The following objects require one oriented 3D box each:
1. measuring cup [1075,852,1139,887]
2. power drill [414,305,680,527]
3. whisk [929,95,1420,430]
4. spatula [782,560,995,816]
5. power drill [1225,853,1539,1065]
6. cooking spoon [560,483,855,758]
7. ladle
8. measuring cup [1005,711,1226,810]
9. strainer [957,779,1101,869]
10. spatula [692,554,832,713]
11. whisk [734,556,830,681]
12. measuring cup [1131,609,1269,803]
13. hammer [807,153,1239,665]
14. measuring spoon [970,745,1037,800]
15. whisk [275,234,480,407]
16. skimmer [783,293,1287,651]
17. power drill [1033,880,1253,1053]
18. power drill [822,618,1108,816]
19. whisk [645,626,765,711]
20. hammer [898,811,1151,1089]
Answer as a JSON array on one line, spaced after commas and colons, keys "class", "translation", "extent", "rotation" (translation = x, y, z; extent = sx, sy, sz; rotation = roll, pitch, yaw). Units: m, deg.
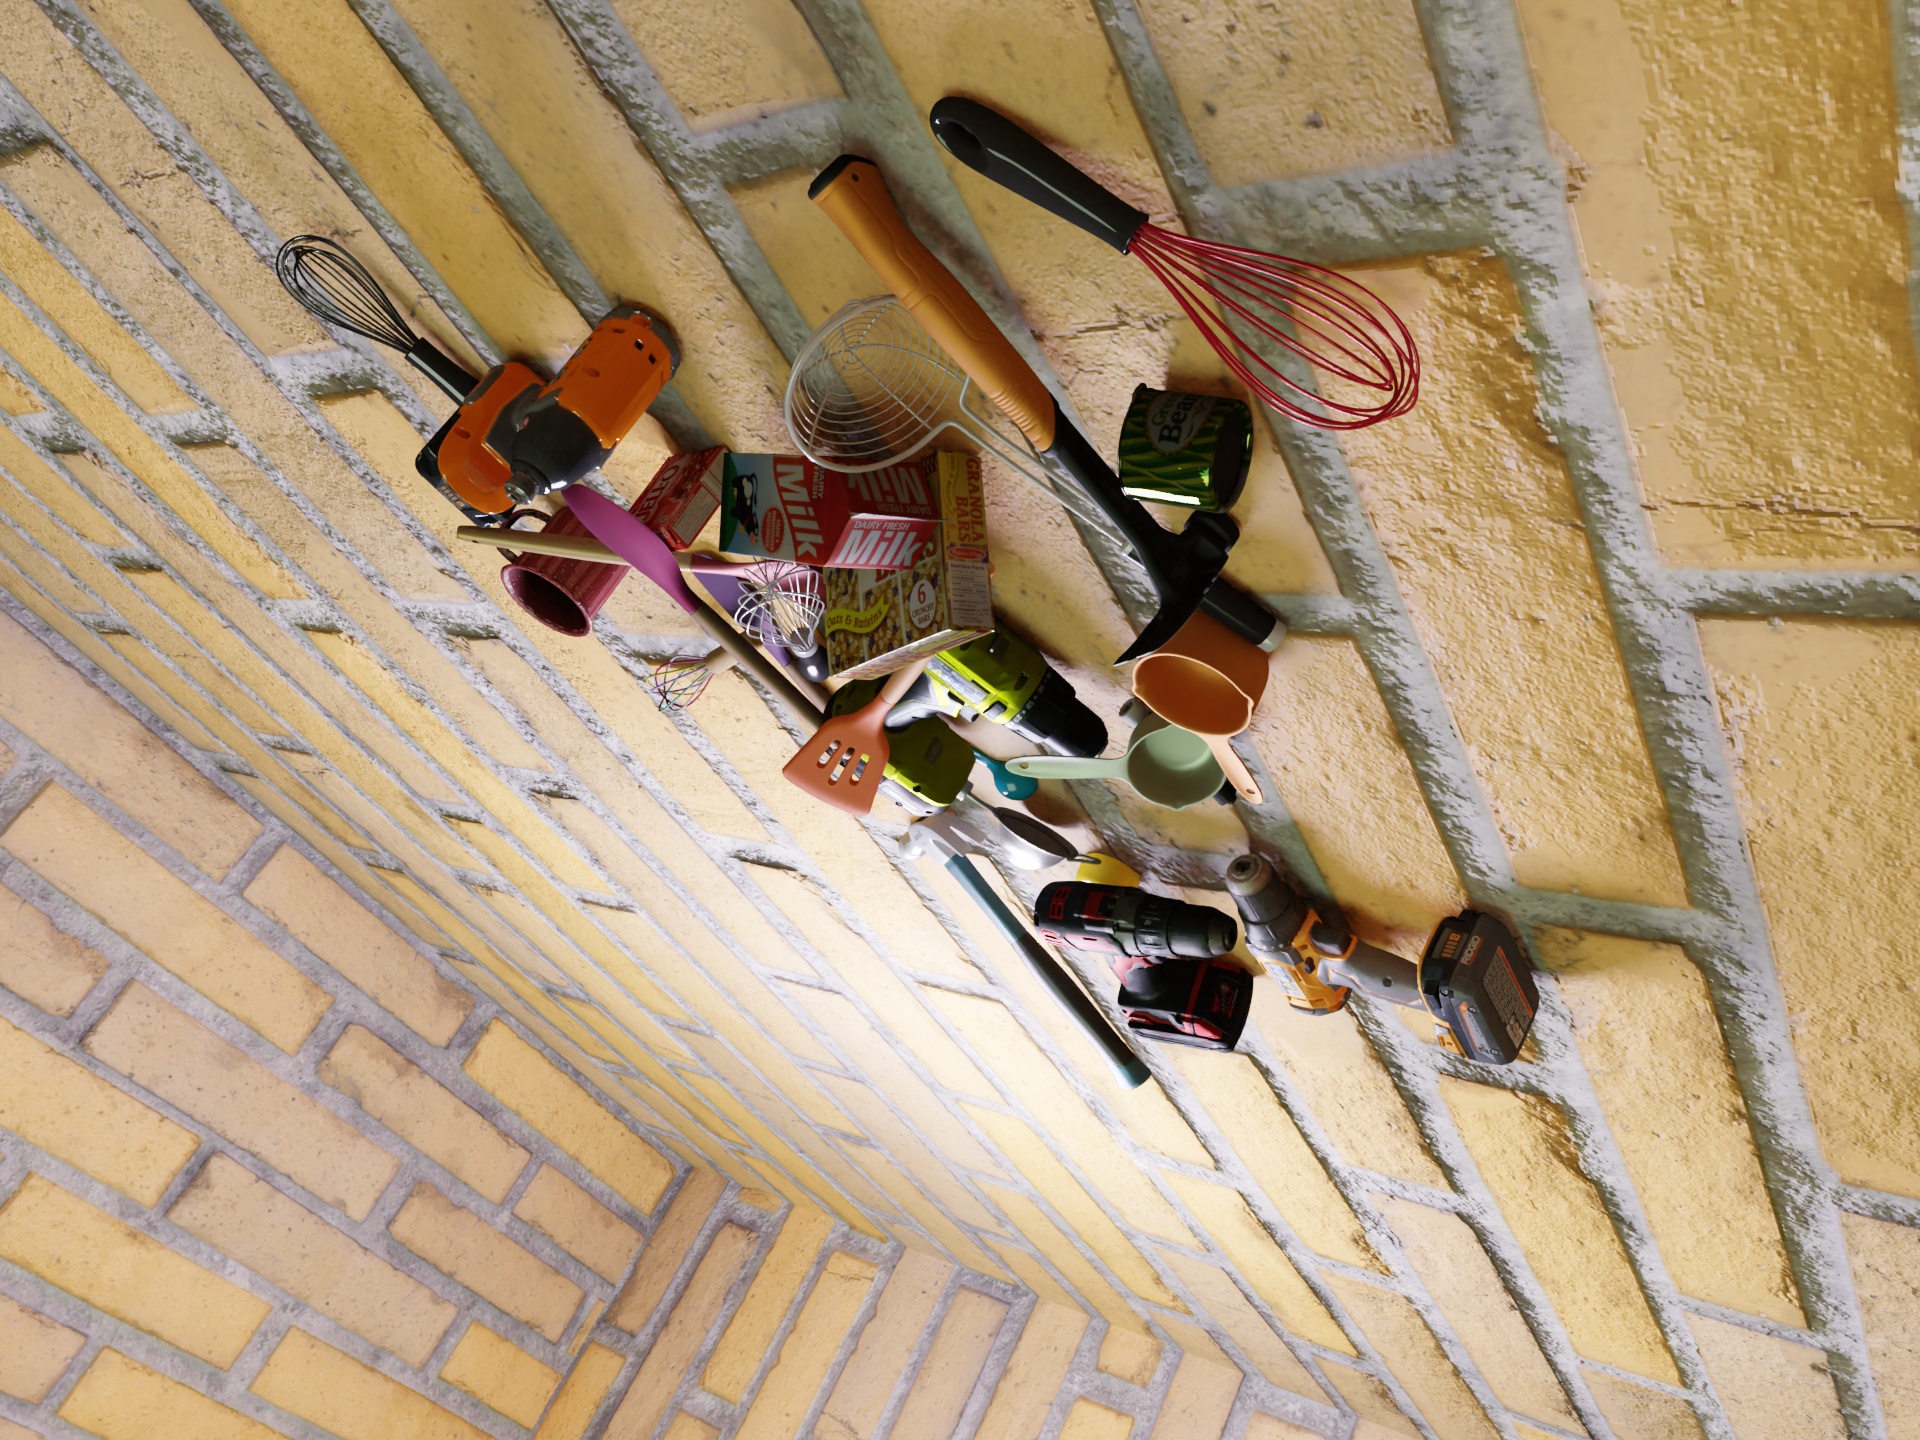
[{"class": "measuring cup", "translation": [0.155, 0.181, 1.495], "extent": [0.062, 0.029, 0.156], "rotation": [6, 142, 39]}, {"class": "power drill", "translation": [-0.313, -0.209, 1.165], "extent": [0.226, 0.164, 0.084], "rotation": [-5, 137, 51]}, {"class": "whisk", "translation": [0.107, -0.240, 0.822], "extent": [0.296, 0.073, 0.073], "rotation": [34, 153, 6]}, {"class": "spatula", "translation": [-0.047, -0.023, 1.198], "extent": [0.081, 0.041, 0.322], "rotation": [29, 144, -9]}, {"class": "power drill", "translation": [0.329, 0.185, 1.285], "extent": [0.226, 0.084, 0.185], "rotation": [8, 144, 45]}, {"class": "cooking spoon", "translation": [-0.188, -0.071, 1.235], "extent": [0.069, 0.017, 0.318], "rotation": [-4, 139, 50]}, {"class": "ladle", "translation": [-0.240, -0.127, 1.264], "extent": [0.315, 0.031, 0.069], "rotation": [8, 158, -5]}, {"class": "measuring cup", "translation": [0.119, 0.025, 1.206], "extent": [0.167, 0.038, 0.083], "rotation": [0, 126, 11]}, {"class": "strainer", "translation": [0.009, 0.068, 1.427], "extent": [0.258, 0.050, 0.087], "rotation": [37, -168, 6]}, {"class": "spatula", "translation": [-0.139, -0.037, 1.434], "extent": [0.060, 0.018, 0.315], "rotation": [2, 140, 47]}, {"class": "whisk", "translation": [-0.129, -0.071, 1.272], "extent": [0.070, 0.070, 0.284], "rotation": [27, 172, 7]}, {"class": "measuring cup", "translation": [0.188, -0.010, 1.126], "extent": [0.095, 0.052, 0.173], "rotation": [5, 145, 39]}, {"class": "hammer", "translation": [0.031, -0.186, 0.933], "extent": [0.336, 0.127, 0.034], "rotation": [46, 147, -17]}, {"class": "measuring spoon", "translation": [0.008, 0.037, 1.409], "extent": [0.128, 0.021, 0.042], "rotation": [28, 152, 4]}, {"class": "whisk", "translation": [-0.438, -0.295, 1.271], "extent": [0.238, 0.055, 0.055], "rotation": [40, 151, -25]}, {"class": "skimmer", "translation": [0.059, -0.136, 0.998], "extent": [0.363, 0.090, 0.127], "rotation": [33, 114, -11]}, {"class": "power drill", "translation": [0.190, 0.218, 1.437], "extent": [0.188, 0.080, 0.226], "rotation": [2, 149, 36]}, {"class": "power drill", "translation": [-0.002, -0.004, 1.287], "extent": [0.190, 0.080, 0.228], "rotation": [37, 147, -10]}, {"class": "whisk", "translation": [-0.238, -0.049, 1.470], "extent": [0.047, 0.051, 0.245], "rotation": [46, 152, -14]}, {"class": "hammer", "translation": [0.065, 0.221, 1.534], "extent": [0.331, 0.033, 0.128], "rotation": [50, 154, 5]}]
